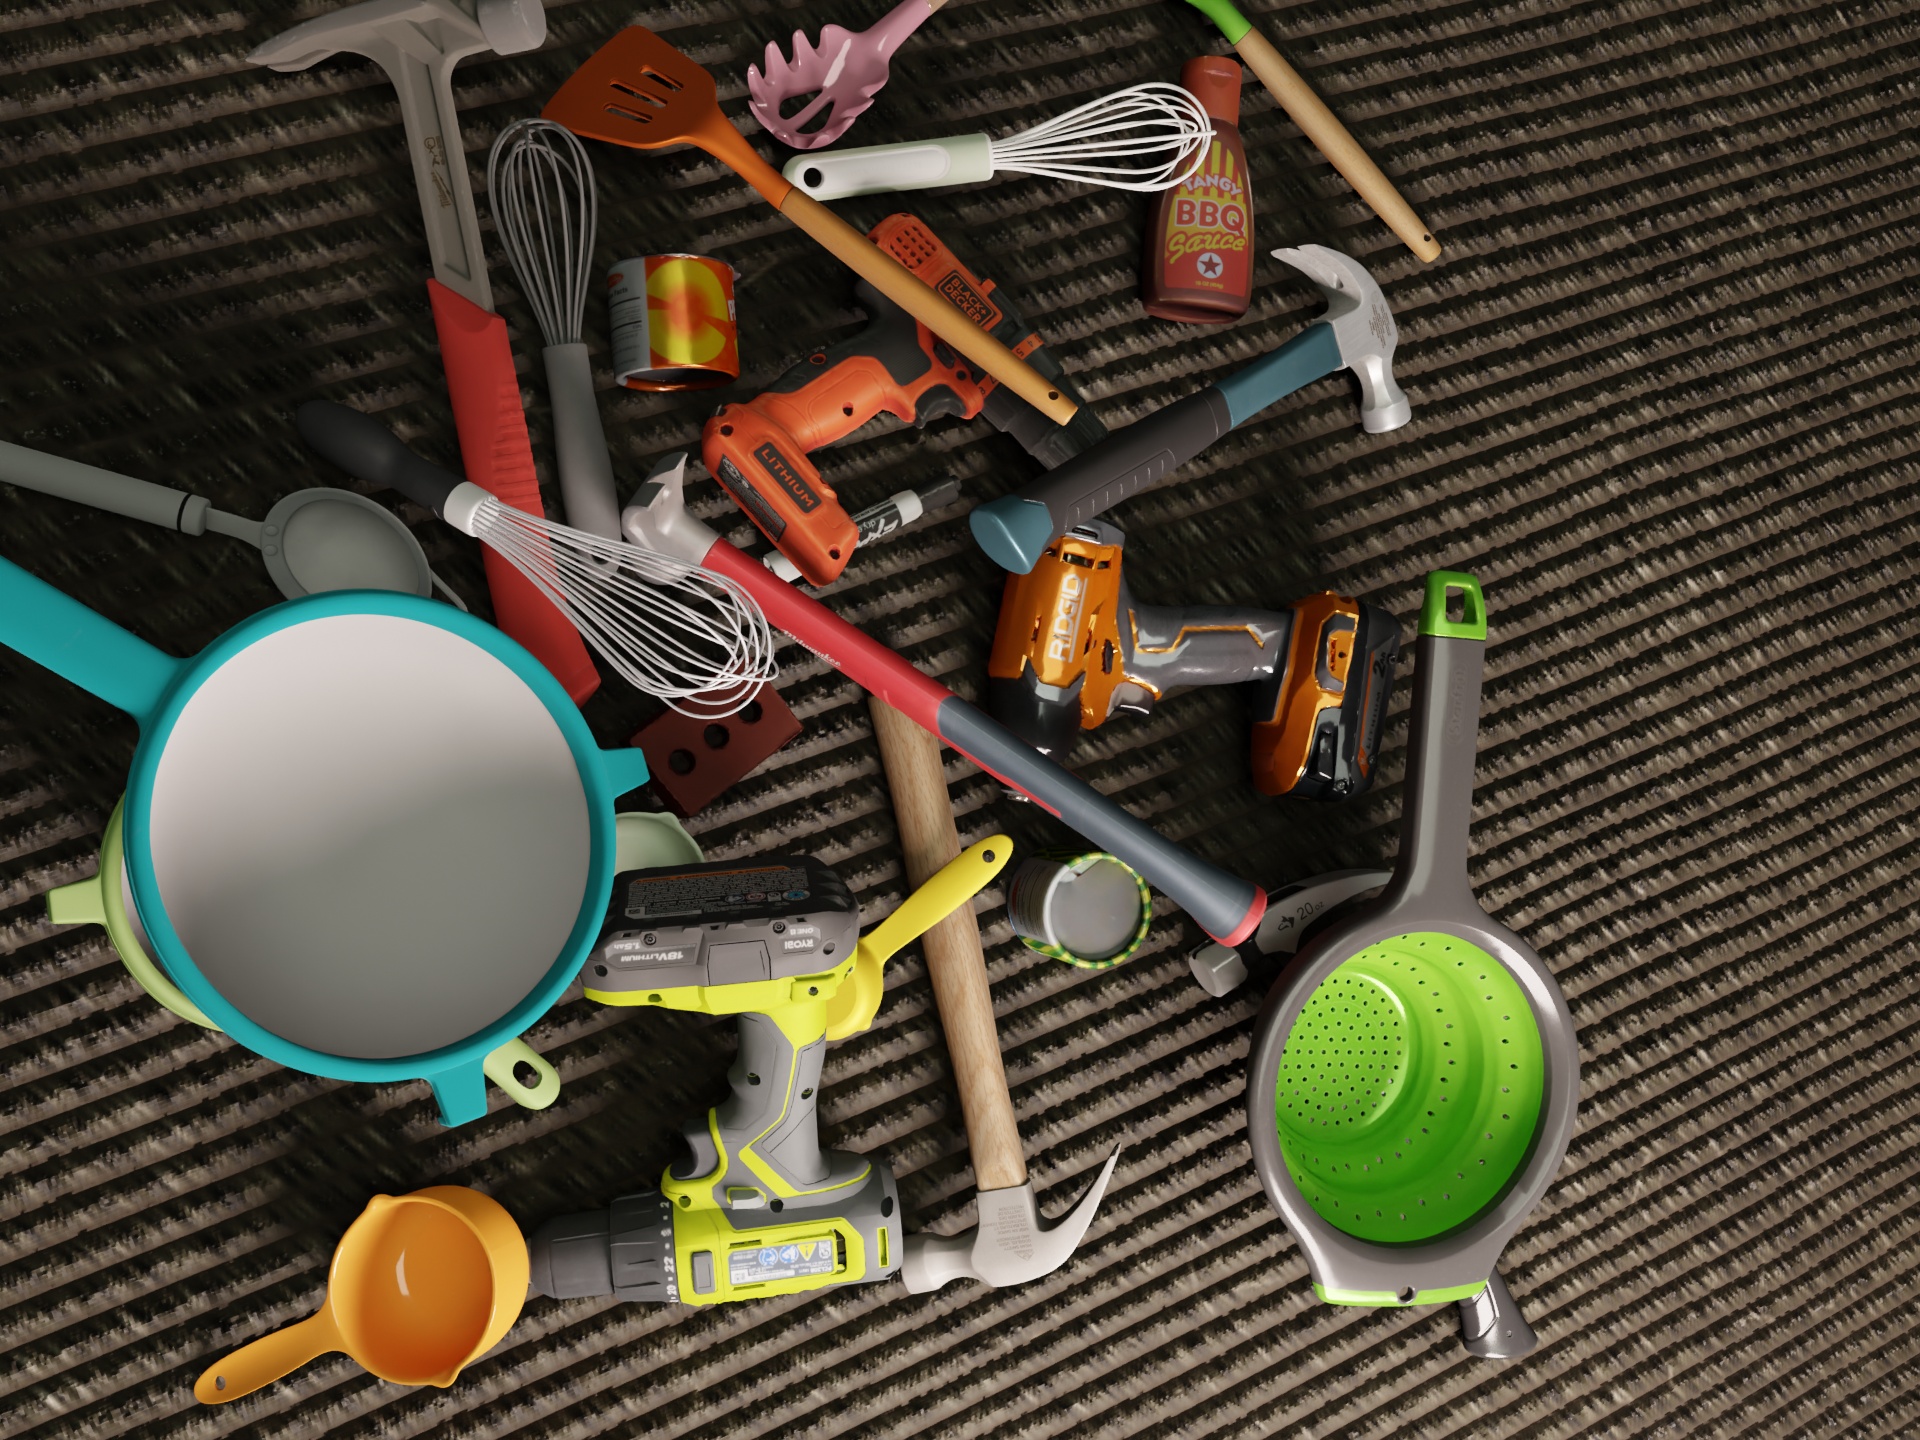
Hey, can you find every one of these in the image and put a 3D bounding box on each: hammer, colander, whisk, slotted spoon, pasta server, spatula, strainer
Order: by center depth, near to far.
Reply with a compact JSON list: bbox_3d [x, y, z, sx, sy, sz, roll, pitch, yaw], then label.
[{"bbox_3d":[-0.313,0.019,0.680,0.340,0.095,0.211,37,57,-27],"label":"strainer"},{"bbox_3d":[-0.207,-0.086,0.754,0.285,0.070,0.070,29,79,14],"label":"whisk"},{"bbox_3d":[-0.363,-0.100,0.773,0.258,0.050,0.086,16,128,-12],"label":"strainer"},{"bbox_3d":[-0.302,0.109,0.781,0.256,0.069,0.151,49,55,-25],"label":"strainer"},{"bbox_3d":[-0.249,-0.172,0.798,0.149,0.037,0.359,-7,99,14],"label":"hammer"},{"bbox_3d":[-0.001,-0.003,0.808,0.386,0.143,0.038,34,77,-6],"label":"hammer"},{"bbox_3d":[-0.203,-0.192,0.827,0.055,0.055,0.239,-10,96,-18],"label":"whisk"},{"bbox_3d":[-0.072,-0.255,0.835,0.322,0.041,0.081,37,73,-2],"label":"spatula"},{"bbox_3d":[0.002,0.142,0.874,0.130,0.031,0.331,-12,88,10],"label":"hammer"},{"bbox_3d":[0.023,-0.315,0.886,0.246,0.059,0.057,-9,109,-6],"label":"whisk"},{"bbox_3d":[0.135,-0.167,0.888,0.331,0.033,0.128,-33,114,-30],"label":"hammer"},{"bbox_3d":[0.241,0.116,0.893,0.204,0.094,0.397,4,91,-17],"label":"colander"},{"bbox_3d":[-0.003,-0.425,0.899,0.060,0.040,0.316,44,75,-1],"label":"pasta server"},{"bbox_3d":[0.187,-0.395,0.966,0.313,0.031,0.070,42,77,-15],"label":"slotted spoon"},{"bbox_3d":[0.273,0.246,0.975,0.146,0.035,0.334,-30,98,-16],"label":"hammer"}]

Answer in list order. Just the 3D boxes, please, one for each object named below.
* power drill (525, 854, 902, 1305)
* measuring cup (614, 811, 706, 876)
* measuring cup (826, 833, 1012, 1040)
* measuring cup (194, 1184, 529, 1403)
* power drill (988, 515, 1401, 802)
[{"bbox_3d":[-0.130,0.192,0.802,0.190,0.080,0.228,-4,108,-9],"label":"power drill"},{"bbox_3d":[-0.211,0.065,0.822,0.167,0.038,0.083,27,81,-12],"label":"measuring cup"},{"bbox_3d":[-0.035,0.113,0.850,0.156,0.029,0.062,-40,85,9],"label":"measuring cup"},{"bbox_3d":[-0.294,0.292,0.787,0.173,0.052,0.095,-27,80,9],"label":"measuring cup"},{"bbox_3d":[0.125,-0.017,0.911,0.226,0.084,0.164,13,85,-13],"label":"power drill"}]
